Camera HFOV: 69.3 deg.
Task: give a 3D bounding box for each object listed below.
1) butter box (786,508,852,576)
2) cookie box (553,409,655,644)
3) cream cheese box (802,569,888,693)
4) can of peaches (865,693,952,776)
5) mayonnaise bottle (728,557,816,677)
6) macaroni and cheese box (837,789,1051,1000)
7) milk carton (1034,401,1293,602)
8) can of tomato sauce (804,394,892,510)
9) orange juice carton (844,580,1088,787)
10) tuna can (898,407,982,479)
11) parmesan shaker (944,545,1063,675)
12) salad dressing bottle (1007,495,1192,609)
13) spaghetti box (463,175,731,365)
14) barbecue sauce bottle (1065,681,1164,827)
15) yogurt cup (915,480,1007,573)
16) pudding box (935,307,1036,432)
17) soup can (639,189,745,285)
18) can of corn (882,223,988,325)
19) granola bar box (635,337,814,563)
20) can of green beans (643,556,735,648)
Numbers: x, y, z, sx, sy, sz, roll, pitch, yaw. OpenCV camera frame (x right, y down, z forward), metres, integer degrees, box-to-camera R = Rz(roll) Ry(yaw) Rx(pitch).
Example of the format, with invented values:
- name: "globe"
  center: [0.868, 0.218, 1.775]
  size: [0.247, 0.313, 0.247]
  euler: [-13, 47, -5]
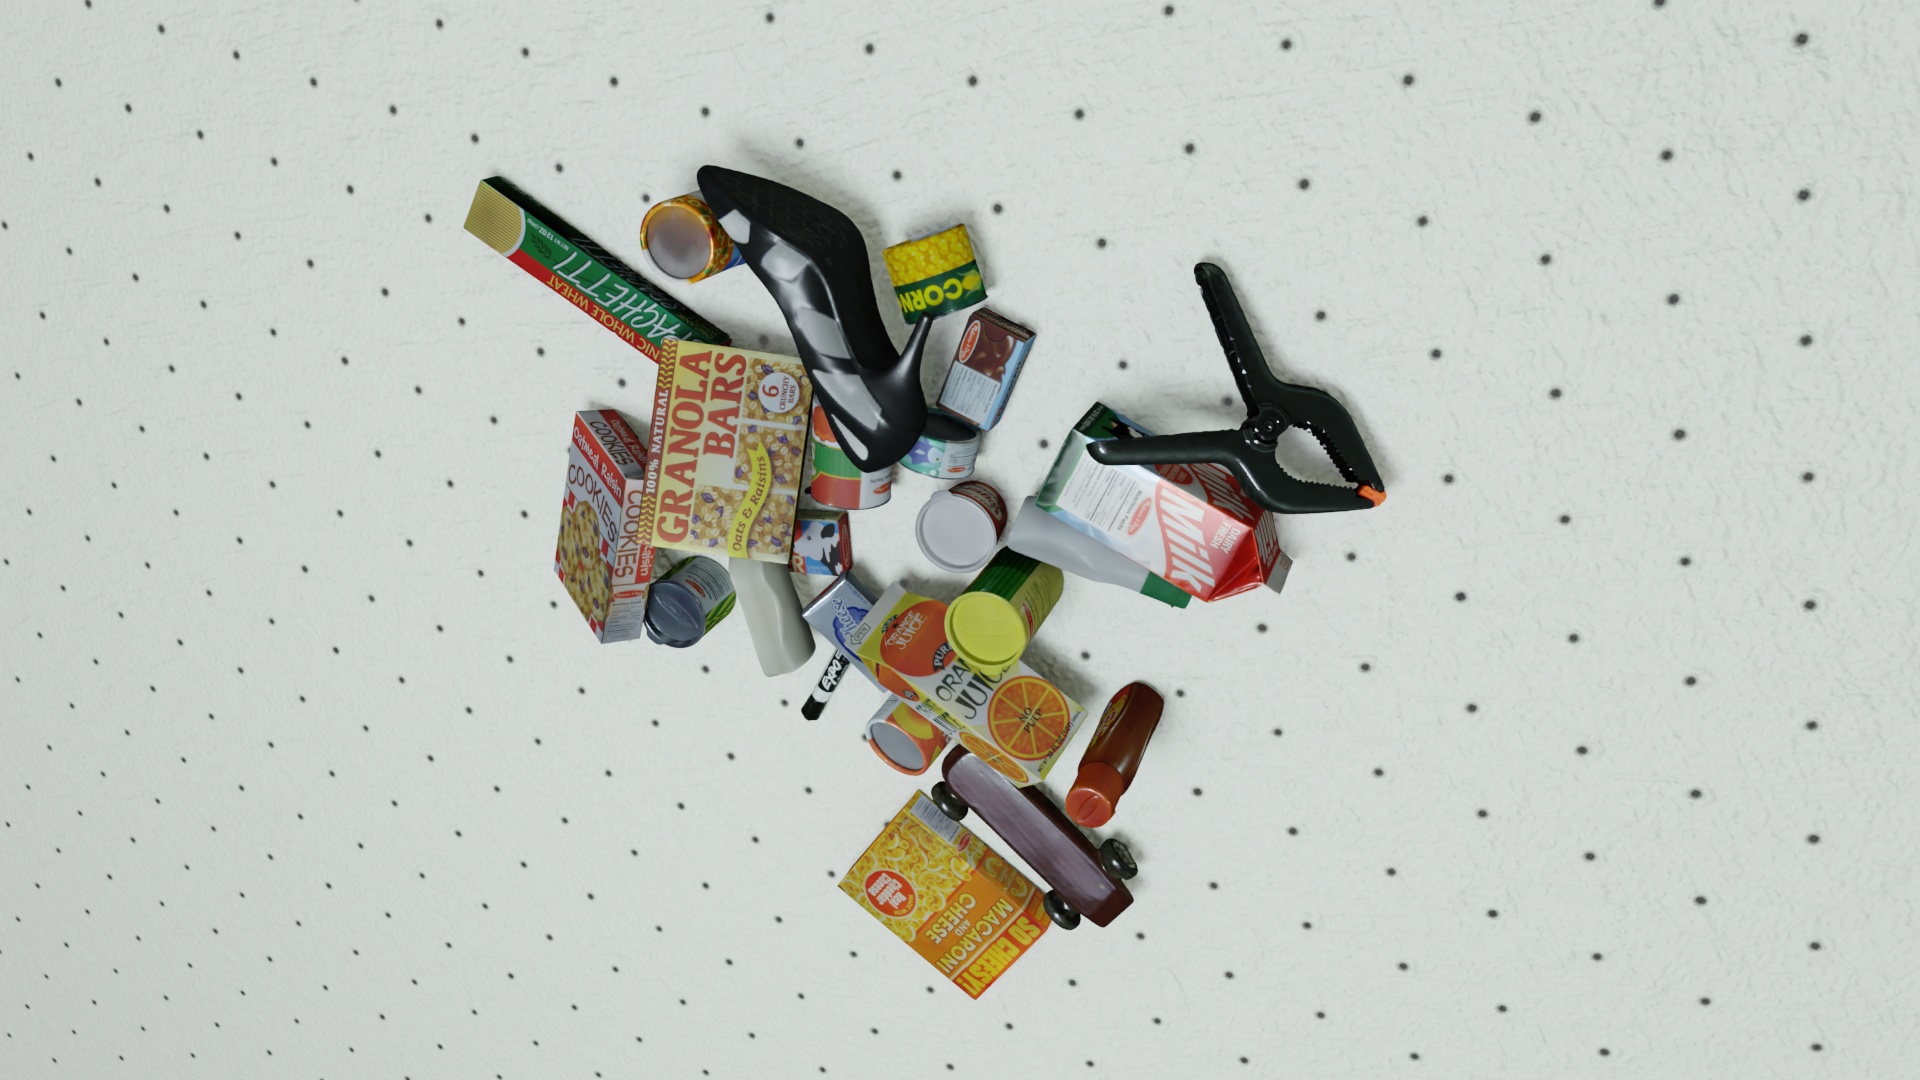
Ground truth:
- name: "butter box"
  center: [-0.145, 0.000, 1.197]
  size: [0.103, 0.024, 0.053]
  euler: [4, 113, 19]
- name: "cookie box"
  center: [-0.307, -0.014, 1.211]
  size: [0.123, 0.040, 0.166]
  euler: [44, 128, 42]
- name: "cream cheese box"
  center: [-0.081, 0.078, 1.186]
  size: [0.053, 0.024, 0.103]
  euler: [-40, 108, 14]
- name: "can of peaches"
  center: [-0.038, 0.161, 1.192]
  size: [0.071, 0.058, 0.070]
  euler: [24, 138, 23]
- name: "mayonnaise bottle"
  center: [-0.167, 0.037, 1.172]
  size: [0.041, 0.065, 0.147]
  euler: [-15, 102, 17]
- name: "macaroni and cheese box"
  center: [-0.012, 0.326, 1.274]
  size: [0.166, 0.040, 0.123]
  euler: [39, 120, 3]
- name: "milk carton"
  center: [0.161, -0.020, 1.042]
  size: [0.191, 0.073, 0.073]
  euler: [30, 119, 8]
- name: "can of tomato sauce"
  center: [-0.089, -0.075, 1.119]
  size: [0.071, 0.071, 0.082]
  euler: [12, 115, 17]
- name: "orange juice carton"
  center: [0.001, 0.116, 1.140]
  size: [0.193, 0.072, 0.073]
  euler: [37, 161, -1]
- name: "tuna can"
  center: [-0.019, -0.078, 1.092]
  size: [0.071, 0.071, 0.032]
  euler: [21, 117, 12]
- name: "parmesan shaker"
  center: [0.036, 0.053, 1.103]
  size: [0.071, 0.103, 0.071]
  euler: [8, 114, 18]
- name: "salad dressing bottle"
  center: [0.112, 0.011, 1.085]
  size: [0.148, 0.064, 0.044]
  euler: [21, 75, 4]
- name: "spaghetti box"
  center: [-0.305, -0.217, 1.165]
  size: [0.250, 0.029, 0.050]
  euler: [35, 119, 4]
- name: "barbecue sauce bottle"
  center: [0.120, 0.171, 1.094]
  size: [0.044, 0.149, 0.064]
  euler: [35, 120, 4]
- name: "yogurt cup"
  center: [0.004, -0.014, 1.116]
  size: [0.072, 0.054, 0.072]
  euler: [8, 115, 18]
- name: "pudding box"
  center: [0.020, -0.132, 1.074]
  size: [0.050, 0.030, 0.083]
  euler: [28, 119, 10]
- name: "soup can"
  center: [-0.199, -0.241, 1.082]
  size: [0.071, 0.084, 0.071]
  euler: [8, 114, 18]
- name: "can of corn"
  center: [-0.020, -0.199, 1.037]
  size: [0.071, 0.071, 0.058]
  euler: [-12, 106, 25]
- name: "granola bar box"
  center: [-0.187, -0.071, 1.118]
  size: [0.124, 0.039, 0.165]
  euler: [8, 90, -4]
- name: "can of green beans"
  center: [-0.243, 0.054, 1.239]
  size: [0.071, 0.058, 0.071]
  euler: [8, 114, 18]
